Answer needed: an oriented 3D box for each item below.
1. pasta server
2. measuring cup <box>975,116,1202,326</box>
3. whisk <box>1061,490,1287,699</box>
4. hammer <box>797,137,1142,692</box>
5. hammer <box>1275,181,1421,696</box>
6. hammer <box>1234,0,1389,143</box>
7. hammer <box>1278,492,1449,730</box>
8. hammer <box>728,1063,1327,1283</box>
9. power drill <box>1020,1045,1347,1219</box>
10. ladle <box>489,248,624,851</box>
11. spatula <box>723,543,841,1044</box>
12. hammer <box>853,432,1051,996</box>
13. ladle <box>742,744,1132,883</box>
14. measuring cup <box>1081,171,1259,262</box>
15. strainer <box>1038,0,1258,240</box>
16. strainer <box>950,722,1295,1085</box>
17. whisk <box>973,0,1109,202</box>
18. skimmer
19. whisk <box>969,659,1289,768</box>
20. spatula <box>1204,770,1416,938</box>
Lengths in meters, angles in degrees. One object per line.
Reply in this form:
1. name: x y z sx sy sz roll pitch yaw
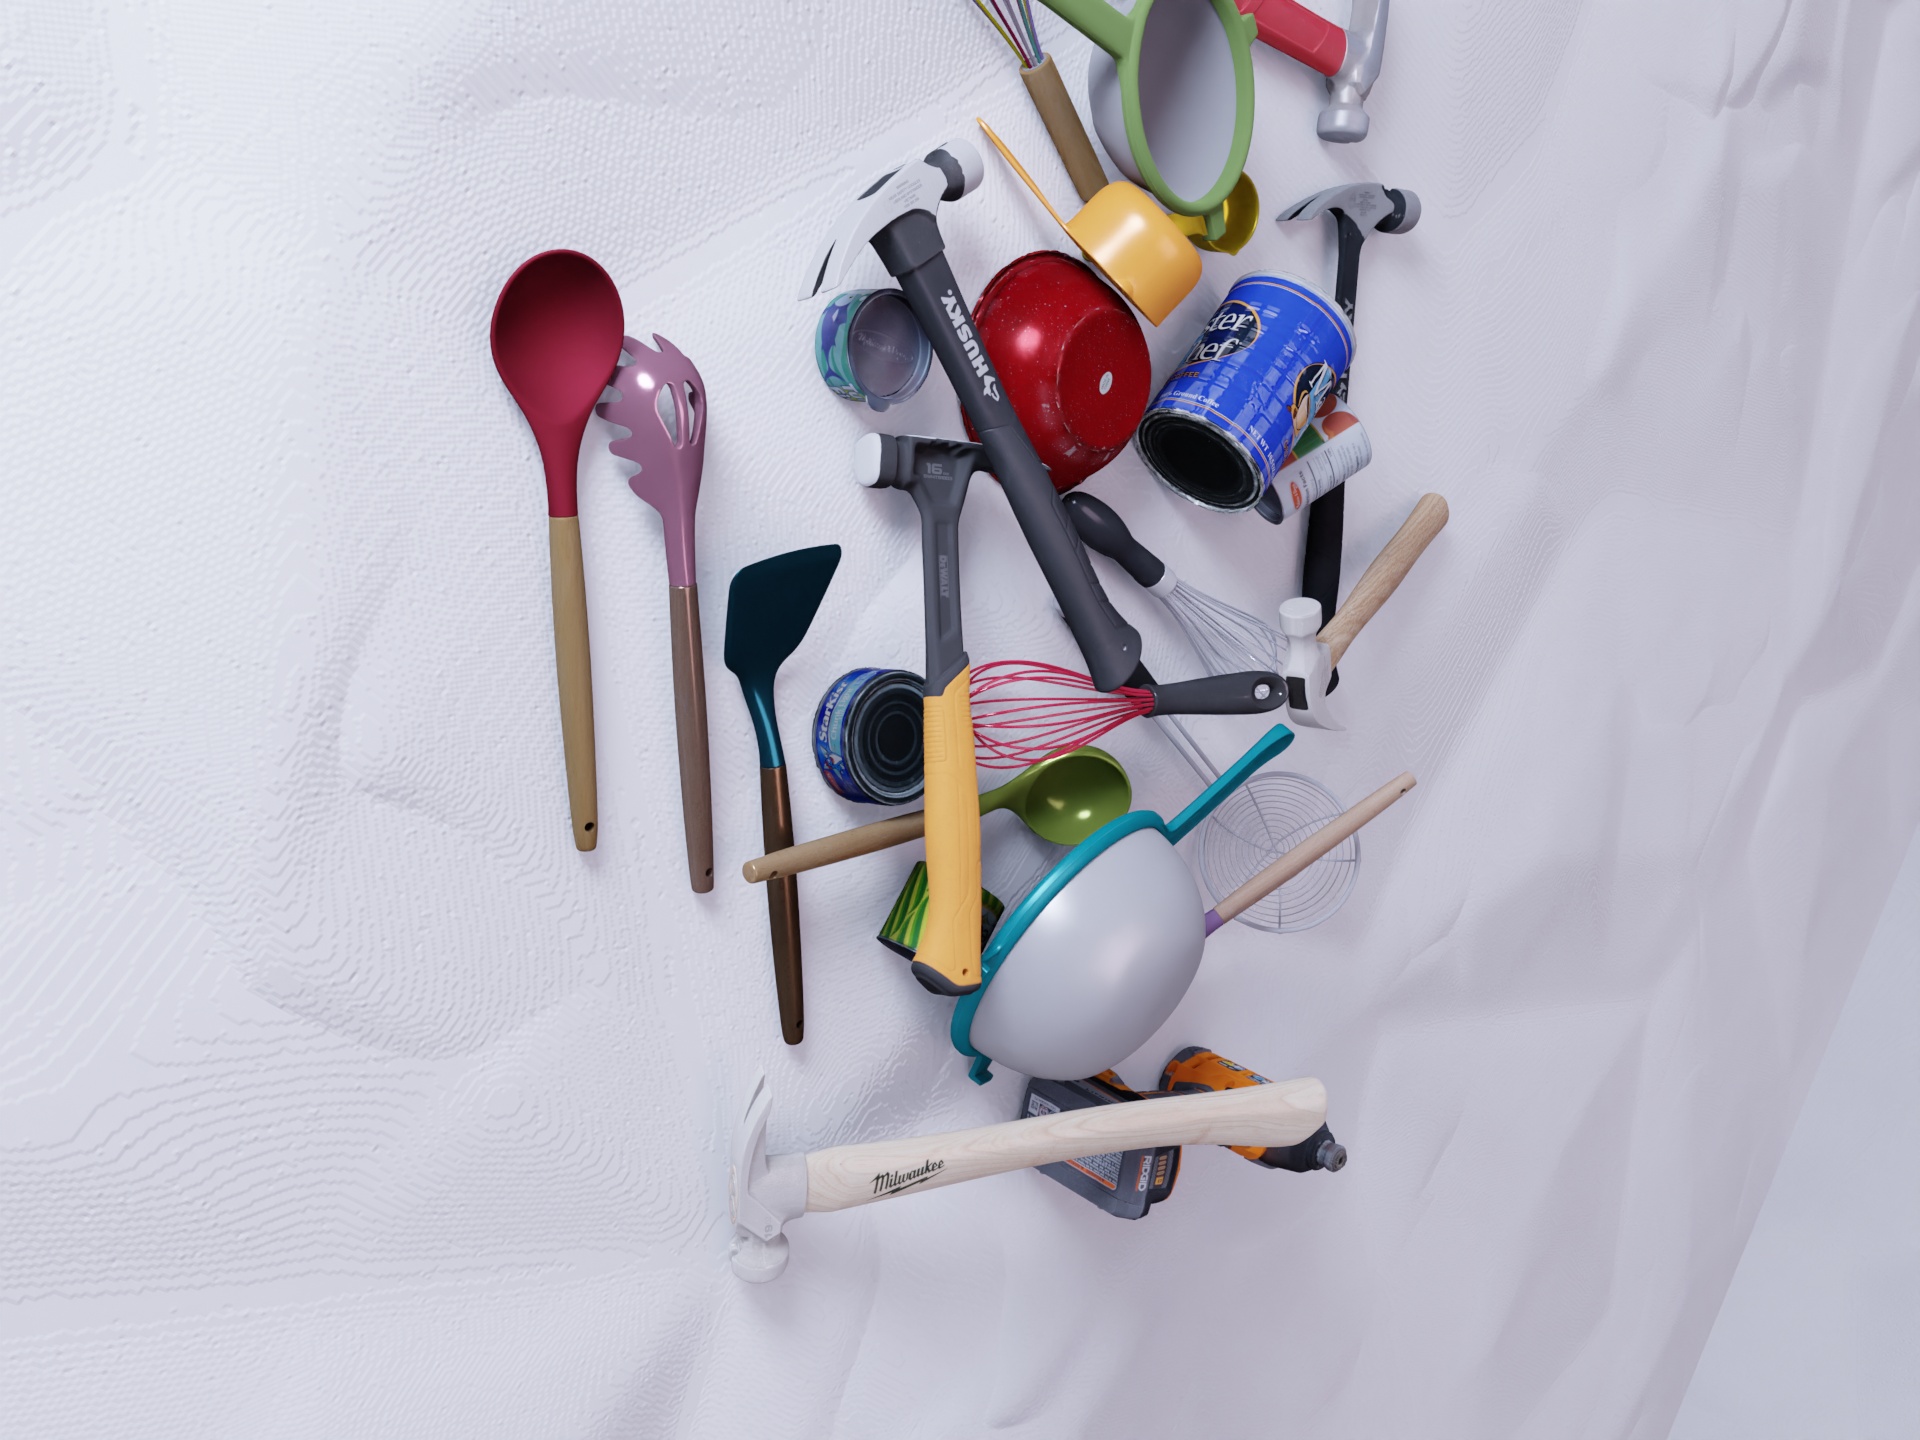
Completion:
1. pasta server: -0.156 -0.051 0.880 0.060 0.040 0.316 -18 117 -40
2. measuring cup: 0.084 -0.326 0.996 0.052 0.095 0.173 -42 112 12
3. whisk: 0.163 -0.086 1.161 0.284 0.070 0.070 34 76 -39
4. hammer: 0.025 -0.160 0.942 0.146 0.035 0.334 -44 117 -34
5. hammer: 0.295 -0.216 1.268 0.149 0.036 0.409 -10 108 -41
6. hammer: 0.170 -0.510 1.068 0.386 0.038 0.143 1 99 -44
7. hammer: 0.332 -0.101 1.286 0.331 0.031 0.130 -43 134 -44
8. hammer: 0.055 0.265 1.030 0.410 0.038 0.146 -4 117 -20
9. power drill: 0.173 0.308 1.194 0.226 0.164 0.084 4 100 -43
10. ladle: -0.203 -0.080 0.825 0.069 0.031 0.315 -10 110 -32
11. spatula: -0.104 0.053 0.943 0.082 0.044 0.317 -21 116 -45
12. hammer: -0.002 -0.003 0.968 0.127 0.034 0.337 1 86 -32
13. ladle: -0.005 0.069 1.015 0.320 0.062 0.078 -13 133 -46
14. measuring cup: 0.140 -0.341 1.099 0.156 0.029 0.062 -23 116 -25
15. strainer: 0.090 -0.403 0.974 0.256 0.069 0.151 9 90 -50
16. strainer: 0.143 0.131 1.093 0.340 0.095 0.210 -40 155 -21
17. whisk: 0.039 -0.419 0.963 0.047 0.051 0.244 -59 136 -24
18. skimmer: 0.182 0.030 1.181 0.127 0.090 0.362 -42 129 2
19. whisk: 0.112 -0.011 1.088 0.295 0.073 0.073 -5 104 -31
20. spatula: 0.216 0.132 1.208 0.316 0.018 0.059 -34 126 -3
